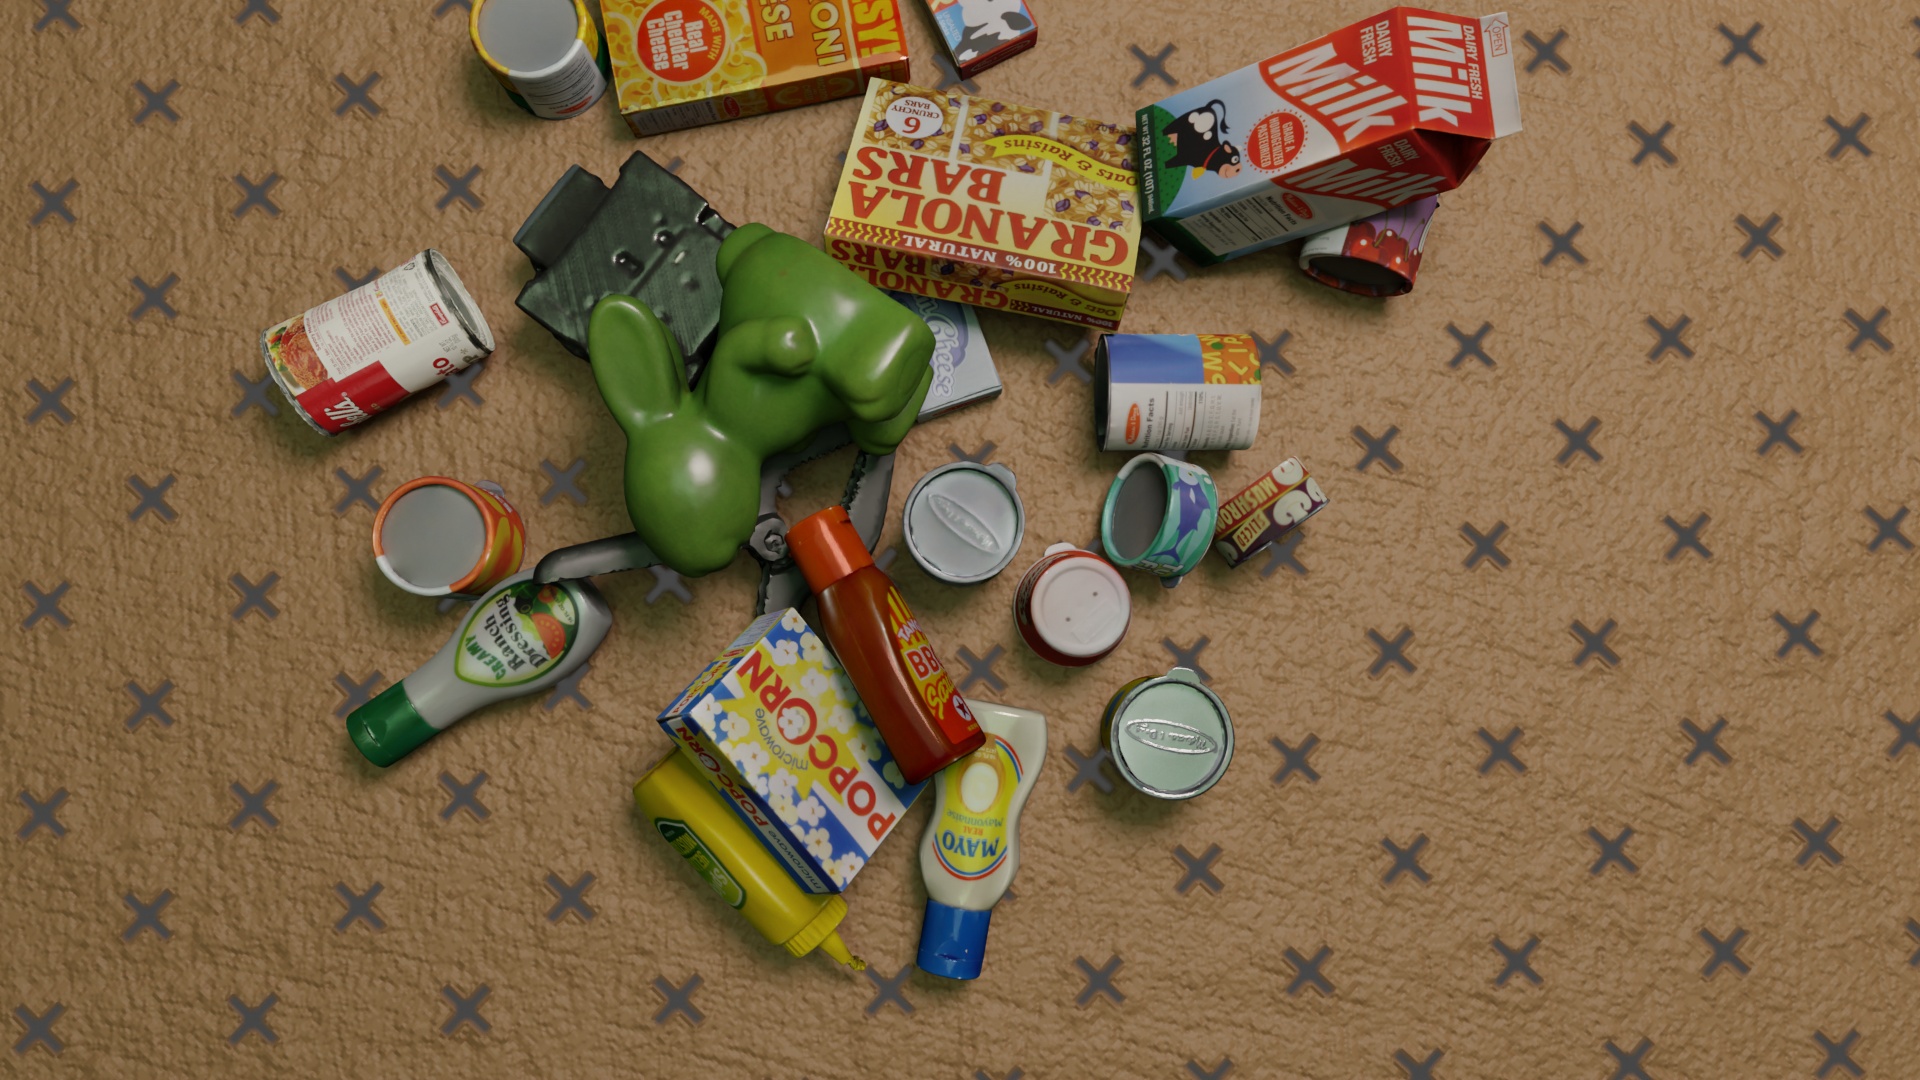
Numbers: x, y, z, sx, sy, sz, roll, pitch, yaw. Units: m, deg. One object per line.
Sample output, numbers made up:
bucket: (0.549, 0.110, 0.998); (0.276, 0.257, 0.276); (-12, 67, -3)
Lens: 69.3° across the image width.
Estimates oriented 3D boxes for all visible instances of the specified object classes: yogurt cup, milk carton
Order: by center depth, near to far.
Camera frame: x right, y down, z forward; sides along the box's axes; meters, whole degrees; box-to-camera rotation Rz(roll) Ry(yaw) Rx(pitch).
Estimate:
milk carton: (0.194, -0.214, 0.733); (0.190, 0.073, 0.072); (-12, 70, 34)
yogurt cup: (0.065, 0.037, 0.771); (0.072, 0.054, 0.072); (0, 86, -1)

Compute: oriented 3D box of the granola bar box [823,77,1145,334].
granola bar box: (0.018, -0.188, 0.776); (0.166, 0.039, 0.125); (11, 60, 0)

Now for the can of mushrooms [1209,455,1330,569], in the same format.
can of mushrooms: (0.167, -0.015, 0.769); (0.071, 0.071, 0.033); (-34, 85, -3)

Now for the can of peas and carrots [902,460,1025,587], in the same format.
can of peas and carrots: (0.003, -0.010, 0.772); (0.071, 0.058, 0.071); (0, 85, -1)

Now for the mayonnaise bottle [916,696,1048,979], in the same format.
mayonnaise bottle: (0.007, 0.163, 0.765); (0.065, 0.041, 0.148); (10, 84, 3)

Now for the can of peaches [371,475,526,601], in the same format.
can of peaches: (-0.281, -0.003, 0.769); (0.071, 0.058, 0.071); (0, 86, 0)

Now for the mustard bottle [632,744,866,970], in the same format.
mustard bottle: (-0.108, 0.177, 0.751); (0.160, 0.065, 0.049); (47, 58, -1)

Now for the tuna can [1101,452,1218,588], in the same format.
tuna can: (0.108, -0.011, 0.766); (0.033, 0.071, 0.071); (14, 85, -27)

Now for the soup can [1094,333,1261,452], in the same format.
soup can: (0.119, -0.085, 0.778); (0.084, 0.071, 0.071); (0, 85, -1)

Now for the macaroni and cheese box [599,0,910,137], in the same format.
macaroni and cheese box: (-0.122, -0.314, 0.808); (0.166, 0.040, 0.123); (-11, 85, -1)

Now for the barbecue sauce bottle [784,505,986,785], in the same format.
barbecue sauce bottle: (-0.042, 0.053, 0.730); (0.043, 0.065, 0.148); (-33, 81, 15)

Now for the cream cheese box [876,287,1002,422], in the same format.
cream cheese box: (-0.018, -0.125, 0.799); (0.053, 0.024, 0.104); (-20, 85, -3)

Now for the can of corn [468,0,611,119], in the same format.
can of corn: (-0.241, -0.286, 0.795); (0.071, 0.058, 0.071); (0, 85, -1)

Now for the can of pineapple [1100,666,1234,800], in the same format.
can of pineapple: (0.113, 0.105, 0.763); (0.071, 0.058, 0.071); (0, 85, -1)

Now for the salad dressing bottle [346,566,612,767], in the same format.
salad dressing bottle: (-0.266, 0.070, 0.769); (0.148, 0.044, 0.064); (-35, 87, -3)

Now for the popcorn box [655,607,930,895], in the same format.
popcorn box: (-0.084, 0.110, 0.725); (0.126, 0.038, 0.085); (53, 52, -14)

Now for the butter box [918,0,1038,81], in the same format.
butter box: (0.000, -0.330, 0.818); (0.053, 0.024, 0.103); (-26, 86, -2)

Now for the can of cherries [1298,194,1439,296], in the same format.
can of cherries: (0.233, -0.176, 0.786); (0.071, 0.071, 0.058); (16, 85, 1)
